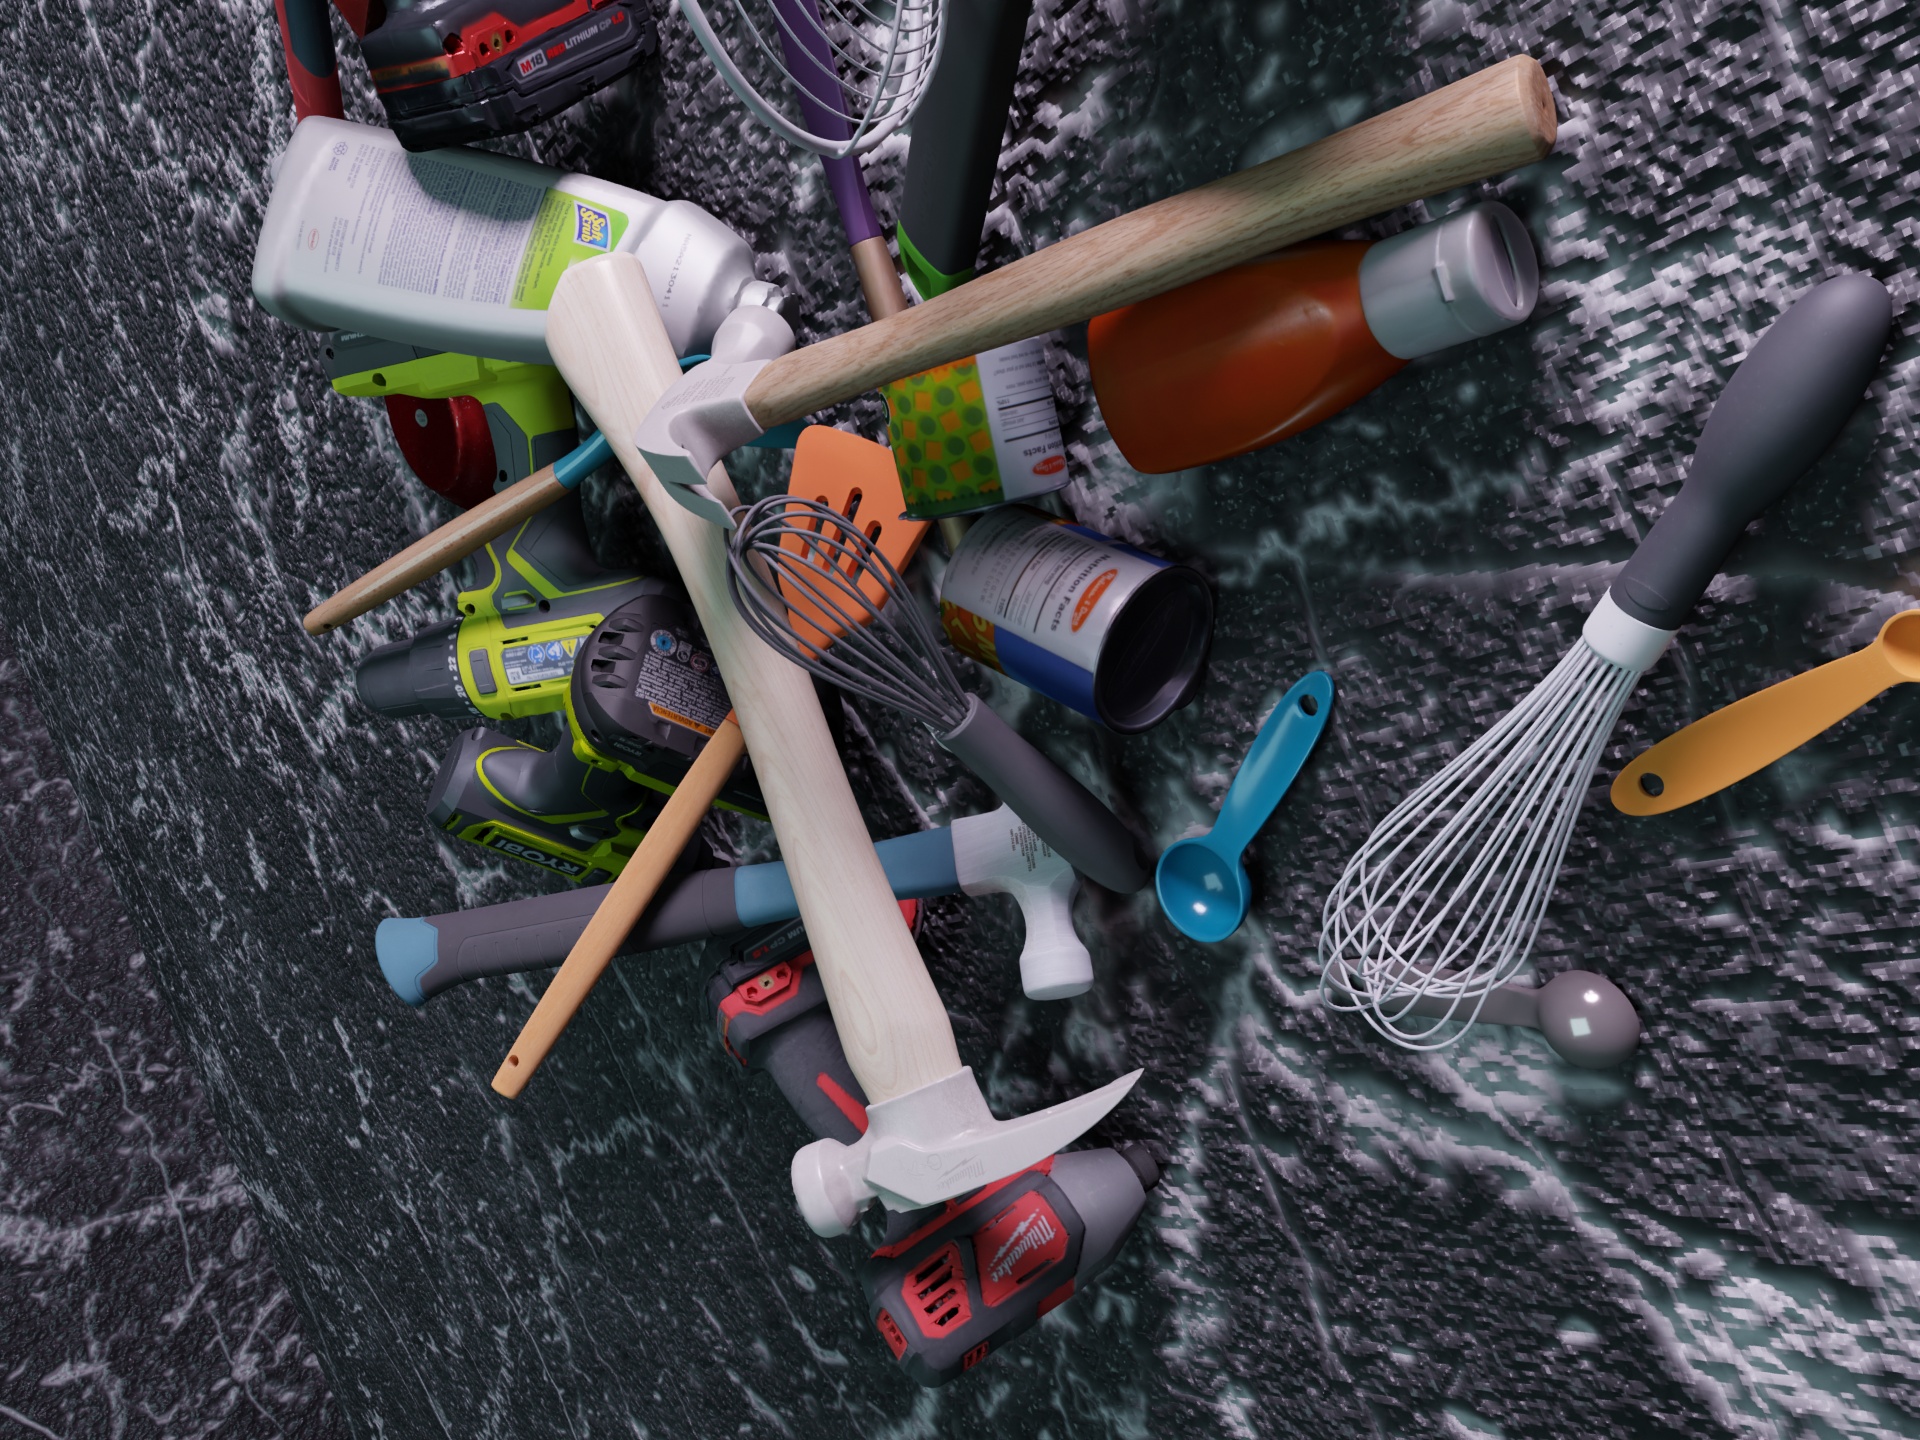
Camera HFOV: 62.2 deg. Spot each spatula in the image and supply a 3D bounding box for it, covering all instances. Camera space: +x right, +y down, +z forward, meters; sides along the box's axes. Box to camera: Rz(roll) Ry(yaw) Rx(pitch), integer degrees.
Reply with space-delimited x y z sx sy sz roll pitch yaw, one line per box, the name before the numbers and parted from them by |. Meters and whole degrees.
spatula | -0.114 0.020 0.695 0.081 0.322 0.041 28 171 24
spatula | -0.030 -0.174 0.659 0.060 0.018 0.316 -170 60 -73
spatula | -0.214 -0.101 0.779 0.317 0.082 0.044 -24 59 24

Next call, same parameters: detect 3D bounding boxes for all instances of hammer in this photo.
hammer | -0.066 -0.006 0.652 0.146 0.038 0.411 -23 84 12
hammer | -0.334 -0.346 0.831 0.143 0.038 0.386 57 157 7
hammer | -0.110 0.083 0.711 0.331 0.033 0.128 -11 67 12
hammer | 0.022 -0.138 0.521 0.331 0.130 0.031 -12 127 33

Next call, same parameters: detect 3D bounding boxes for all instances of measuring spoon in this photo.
measuring spoon | 0.232 0.000 0.455 0.021 0.011 0.117 60 145 12
measuring spoon | 0.177 0.101 0.562 0.124 0.018 0.034 1 109 50
measuring spoon | 0.114 0.032 0.606 0.042 0.021 0.128 43 127 28

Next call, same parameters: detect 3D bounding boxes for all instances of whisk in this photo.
whisk | -0.002 -0.002 0.614 0.238 0.055 0.055 42 152 -29
whisk | 0.184 -0.002 0.476 0.070 0.070 0.284 43 132 26

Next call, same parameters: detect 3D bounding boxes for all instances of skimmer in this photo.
skimmer | -0.095 -0.307 0.534 0.127 0.090 0.364 43 -169 -46

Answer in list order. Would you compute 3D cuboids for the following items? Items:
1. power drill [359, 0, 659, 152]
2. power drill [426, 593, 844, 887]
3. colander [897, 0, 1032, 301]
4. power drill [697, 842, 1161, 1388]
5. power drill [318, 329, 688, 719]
power drill | -0.214 -0.382 0.676 0.080 0.188 0.226 5 131 34
power drill | -0.162 0.031 0.830 0.223 0.171 0.080 -33 40 50
colander | 0.044 -0.274 0.485 0.205 0.094 0.396 55 158 18
power drill | -0.016 0.174 0.734 0.220 0.143 0.078 53 158 24
power drill | -0.258 -0.110 0.854 0.190 0.080 0.228 -9 103 13
